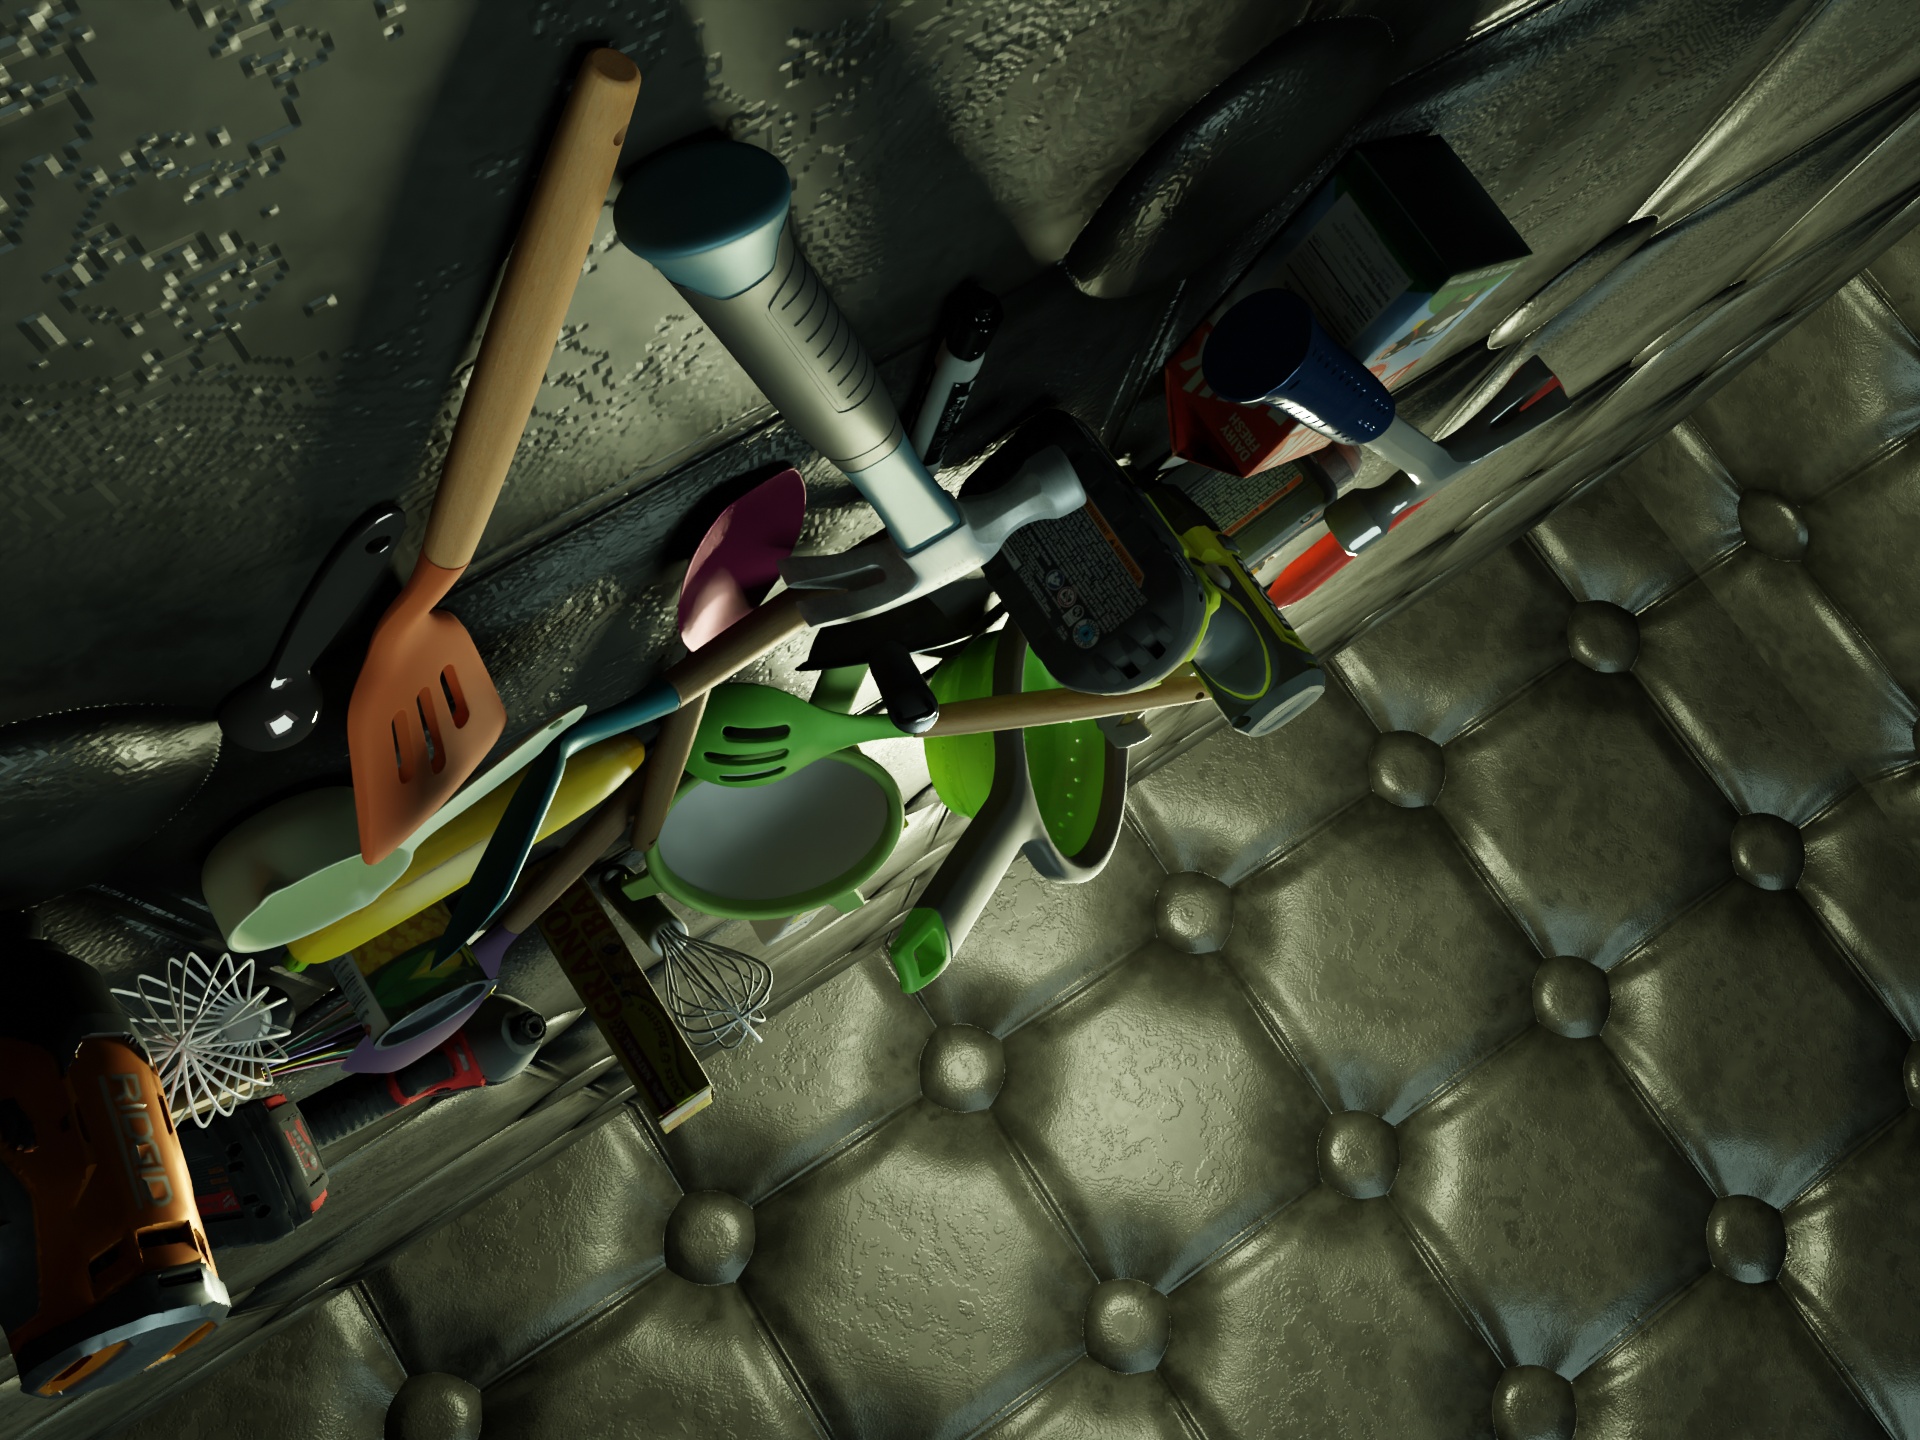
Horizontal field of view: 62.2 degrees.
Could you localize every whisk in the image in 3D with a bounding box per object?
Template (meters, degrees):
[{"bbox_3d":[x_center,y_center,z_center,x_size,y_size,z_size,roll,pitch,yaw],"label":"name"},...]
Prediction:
[{"bbox_3d":[-0.318,0.132,0.697,0.070,0.070,0.284,-30,-178,-18],"label":"whisk"},{"bbox_3d":[-0.377,0.188,0.900,0.245,0.047,0.051,-20,152,-38],"label":"whisk"},{"bbox_3d":[-0.170,0.130,0.936,0.058,0.059,0.246,-43,-151,-13],"label":"whisk"}]

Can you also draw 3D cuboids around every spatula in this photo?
[{"bbox_3d":[-0.230,0.096,0.875,0.316,0.018,0.059,-45,150,15],"label":"spatula"},{"bbox_3d":[-0.097,-0.014,0.657,0.317,0.044,0.082,-40,-177,-39],"label":"spatula"},{"bbox_3d":[-0.138,-0.059,0.468,0.322,0.041,0.081,-48,-174,49],"label":"spatula"}]

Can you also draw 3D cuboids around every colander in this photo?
[{"bbox_3d":[0.008,0.045,1.008,0.094,0.204,0.397,-4,-155,25],"label":"colander"}]

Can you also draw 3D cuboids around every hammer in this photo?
[{"bbox_3d":[-0.035,-0.102,0.547,0.128,0.033,0.331,-30,166,5],"label":"hammer"},{"bbox_3d":[0.231,-0.104,0.991,0.359,0.037,0.149,-38,178,-2],"label":"hammer"},{"bbox_3d":[0.193,-0.139,0.726,0.144,0.035,0.405,-35,167,22],"label":"hammer"}]

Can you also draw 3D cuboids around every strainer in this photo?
[{"bbox_3d":[-0.093,0.007,0.897,0.151,0.069,0.256,7,130,-25],"label":"strainer"},{"bbox_3d":[-0.030,-0.028,0.695,0.087,0.050,0.258,-12,-167,-5],"label":"strainer"}]

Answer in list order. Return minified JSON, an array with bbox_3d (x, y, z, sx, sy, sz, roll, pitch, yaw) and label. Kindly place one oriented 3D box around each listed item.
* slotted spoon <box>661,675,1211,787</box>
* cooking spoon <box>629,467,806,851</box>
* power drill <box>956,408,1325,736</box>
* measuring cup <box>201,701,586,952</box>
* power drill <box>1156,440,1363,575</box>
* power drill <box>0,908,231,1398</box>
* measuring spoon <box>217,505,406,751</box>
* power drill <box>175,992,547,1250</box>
[{"bbox_3d":[-0.001,-0.003,0.854,0.313,0.031,0.070,-7,132,-19],"label":"slotted spoon"},{"bbox_3d":[-0.125,-0.012,0.731,0.069,0.017,0.318,-39,169,-34],"label":"cooking spoon"},{"bbox_3d":[0.094,-0.077,0.813,0.080,0.171,0.223,-39,160,20],"label":"power drill"},{"bbox_3d":[-0.226,0.030,0.634,0.167,0.038,0.083,-36,170,-1],"label":"measuring cup"},{"bbox_3d":[0.191,-0.139,1.044,0.185,0.084,0.226,-37,174,6],"label":"power drill"},{"bbox_3d":[-0.335,0.125,0.457,0.084,0.164,0.226,-37,157,18],"label":"power drill"},{"bbox_3d":[-0.200,-0.024,0.502,0.124,0.018,0.034,-42,167,37],"label":"measuring spoon"},{"bbox_3d":[-0.365,0.235,0.987,0.143,0.078,0.219,-20,-176,39],"label":"power drill"}]
